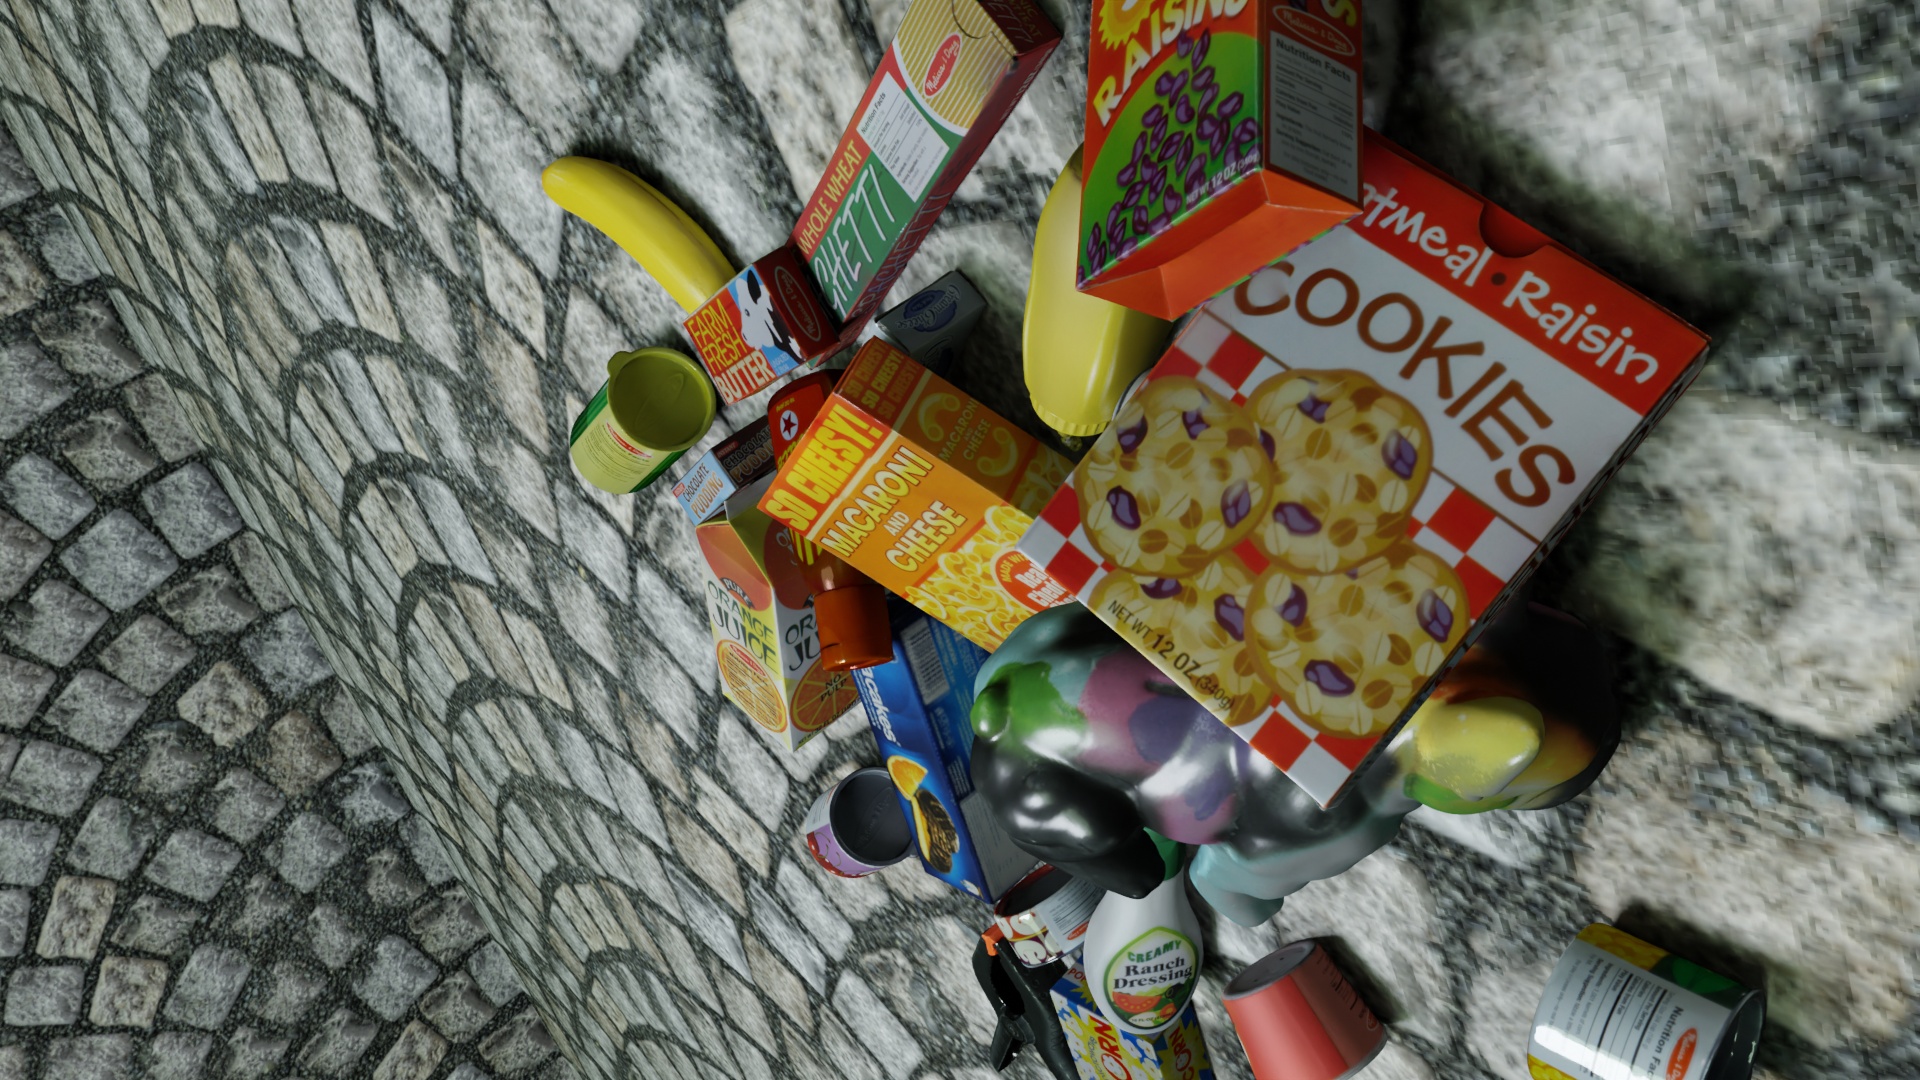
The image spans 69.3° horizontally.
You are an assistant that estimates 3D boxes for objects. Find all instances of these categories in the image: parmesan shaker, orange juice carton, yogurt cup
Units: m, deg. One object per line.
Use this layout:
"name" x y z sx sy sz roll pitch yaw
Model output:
"parmesan shaker" -0.204 -0.075 0.873 0.071 0.071 0.102 58 149 -4
"orange juice carton" -0.104 0.031 0.834 0.073 0.072 0.191 34 142 30
"yogurt cup" 0.163 0.231 0.672 0.054 0.073 0.072 60 149 8

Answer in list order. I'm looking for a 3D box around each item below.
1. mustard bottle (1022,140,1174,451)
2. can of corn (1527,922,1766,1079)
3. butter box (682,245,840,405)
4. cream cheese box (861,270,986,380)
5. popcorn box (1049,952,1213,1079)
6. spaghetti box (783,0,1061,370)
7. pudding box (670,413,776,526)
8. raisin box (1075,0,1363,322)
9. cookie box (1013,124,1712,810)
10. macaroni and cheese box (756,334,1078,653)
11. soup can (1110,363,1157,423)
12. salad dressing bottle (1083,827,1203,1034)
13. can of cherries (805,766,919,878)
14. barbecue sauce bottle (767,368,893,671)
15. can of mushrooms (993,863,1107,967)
"mustard bottle" 0.052 -0.084 0.530 0.049 0.065 0.159 39 149 17
"can of corn" 0.251 0.183 0.509 0.058 0.071 0.071 20 134 44
"butter box" -0.101 -0.105 0.693 0.103 0.024 0.053 -16 105 59
"cream cheese box" -0.028 -0.078 0.650 0.024 0.053 0.103 46 147 9
"popcorn box" 0.111 0.323 0.847 0.085 0.038 0.126 12 128 48
"spaghetti box" -0.034 -0.155 0.610 0.050 0.029 0.249 53 148 3
"pudding box" -0.135 -0.042 0.829 0.030 0.050 0.083 55 149 -4
"raisin box" 0.074 -0.138 0.407 0.086 0.040 0.123 -25 56 58
"cookie box" 0.116 -0.024 0.419 0.123 0.167 0.040 40 -173 22
"macaroni and cheese box" 0.002 -0.008 0.630 0.166 0.040 0.123 33 149 -8
"soup can" 0.108 -0.032 0.501 0.083 0.072 0.071 3 121 51
"salad dressing bottle" 0.098 0.194 0.731 0.044 0.064 0.147 -110 16 -58
"can of cherries" -0.063 0.192 0.933 0.071 0.072 0.058 53 148 4
"barbecue sauce bottle" -0.063 -0.009 0.710 0.064 0.044 0.149 -23 73 47
"can of mushrooms" 0.053 0.211 0.795 0.033 0.071 0.071 57 148 -3
